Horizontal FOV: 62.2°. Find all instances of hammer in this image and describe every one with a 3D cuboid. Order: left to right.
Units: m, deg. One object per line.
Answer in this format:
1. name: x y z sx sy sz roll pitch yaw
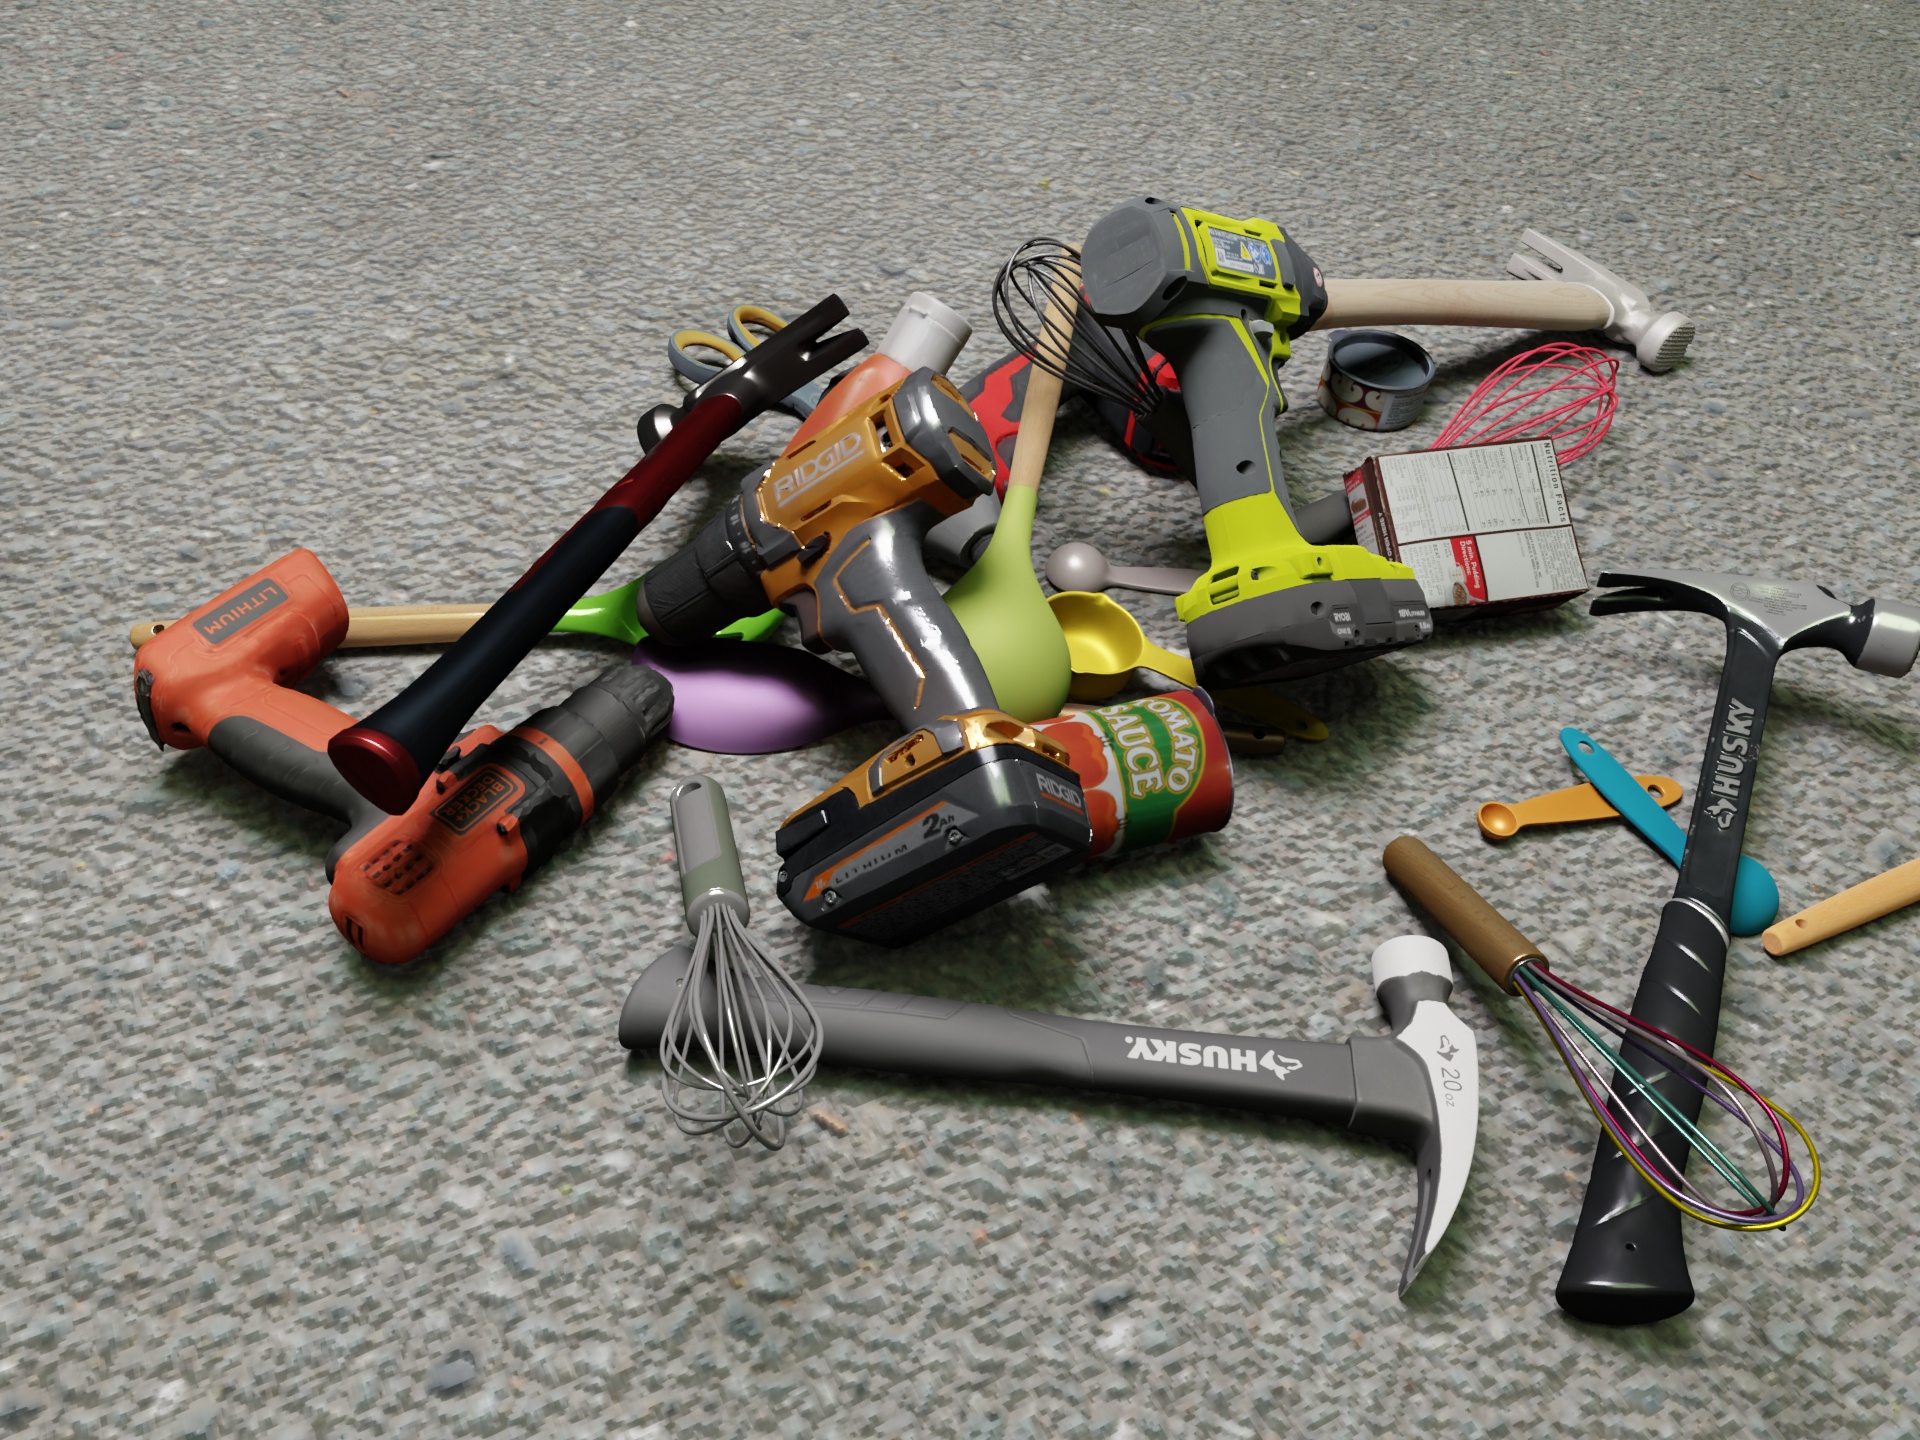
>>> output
1. hammer: -0.152 -0.087 0.711 0.143 0.038 0.387 -26 22 28
2. hammer: 0.035 0.133 0.622 0.335 0.035 0.146 6 45 0
3. hammer: 0.276 -0.259 0.972 0.410 0.038 0.146 -10 45 -34
4. hammer: 0.316 0.071 0.688 0.149 0.036 0.409 17 51 21

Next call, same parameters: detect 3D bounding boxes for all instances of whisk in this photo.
1. whisk: -0.092 0.079 0.607 0.058 0.059 0.247 -29 27 -1
2. whisk: 0.098 -0.160 0.819 0.055 0.238 0.055 -28 43 30
3. whisk: 0.274 -0.147 0.908 0.296 0.073 0.073 -27 54 -23
4. whisk: 0.237 0.111 0.620 0.051 0.047 0.245 31 13 -28

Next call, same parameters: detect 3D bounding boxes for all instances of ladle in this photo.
1. ladle: 0.034 -0.124 0.802 0.078 0.062 0.320 10 55 4

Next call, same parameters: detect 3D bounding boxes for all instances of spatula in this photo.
1. spatula: -0.001 -0.002 0.762 0.316 0.018 0.060 5 66 -2
2. spatula: 0.504 0.048 0.752 0.322 0.041 0.081 -17 50 -20

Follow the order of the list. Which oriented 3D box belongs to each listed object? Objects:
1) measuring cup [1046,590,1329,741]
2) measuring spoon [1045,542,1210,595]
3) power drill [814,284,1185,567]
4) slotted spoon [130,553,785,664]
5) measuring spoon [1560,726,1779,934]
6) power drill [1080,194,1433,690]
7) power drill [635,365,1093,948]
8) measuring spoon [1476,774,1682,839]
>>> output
1. measuring cup: 0.106 -0.016 0.790 0.156 0.029 0.062 23 46 0
2. measuring spoon: 0.108 -0.081 0.851 0.124 0.018 0.034 4 45 -3
3. power drill: 0.044 -0.163 0.884 0.219 0.078 0.143 -27 61 -24
4. slotted spoon: -0.239 -0.050 0.778 0.313 0.031 0.070 -4 64 -7
5. measuring spoon: 0.330 0.044 0.742 0.042 0.021 0.129 -21 58 -27
6. power drill: 0.150 -0.134 0.772 0.171 0.080 0.223 -7 81 -47
7. power drill: -0.052 -0.019 0.685 0.185 0.084 0.226 -28 62 22
8. measuring spoon: 0.296 0.042 0.759 0.117 0.011 0.021 -8 53 -18
